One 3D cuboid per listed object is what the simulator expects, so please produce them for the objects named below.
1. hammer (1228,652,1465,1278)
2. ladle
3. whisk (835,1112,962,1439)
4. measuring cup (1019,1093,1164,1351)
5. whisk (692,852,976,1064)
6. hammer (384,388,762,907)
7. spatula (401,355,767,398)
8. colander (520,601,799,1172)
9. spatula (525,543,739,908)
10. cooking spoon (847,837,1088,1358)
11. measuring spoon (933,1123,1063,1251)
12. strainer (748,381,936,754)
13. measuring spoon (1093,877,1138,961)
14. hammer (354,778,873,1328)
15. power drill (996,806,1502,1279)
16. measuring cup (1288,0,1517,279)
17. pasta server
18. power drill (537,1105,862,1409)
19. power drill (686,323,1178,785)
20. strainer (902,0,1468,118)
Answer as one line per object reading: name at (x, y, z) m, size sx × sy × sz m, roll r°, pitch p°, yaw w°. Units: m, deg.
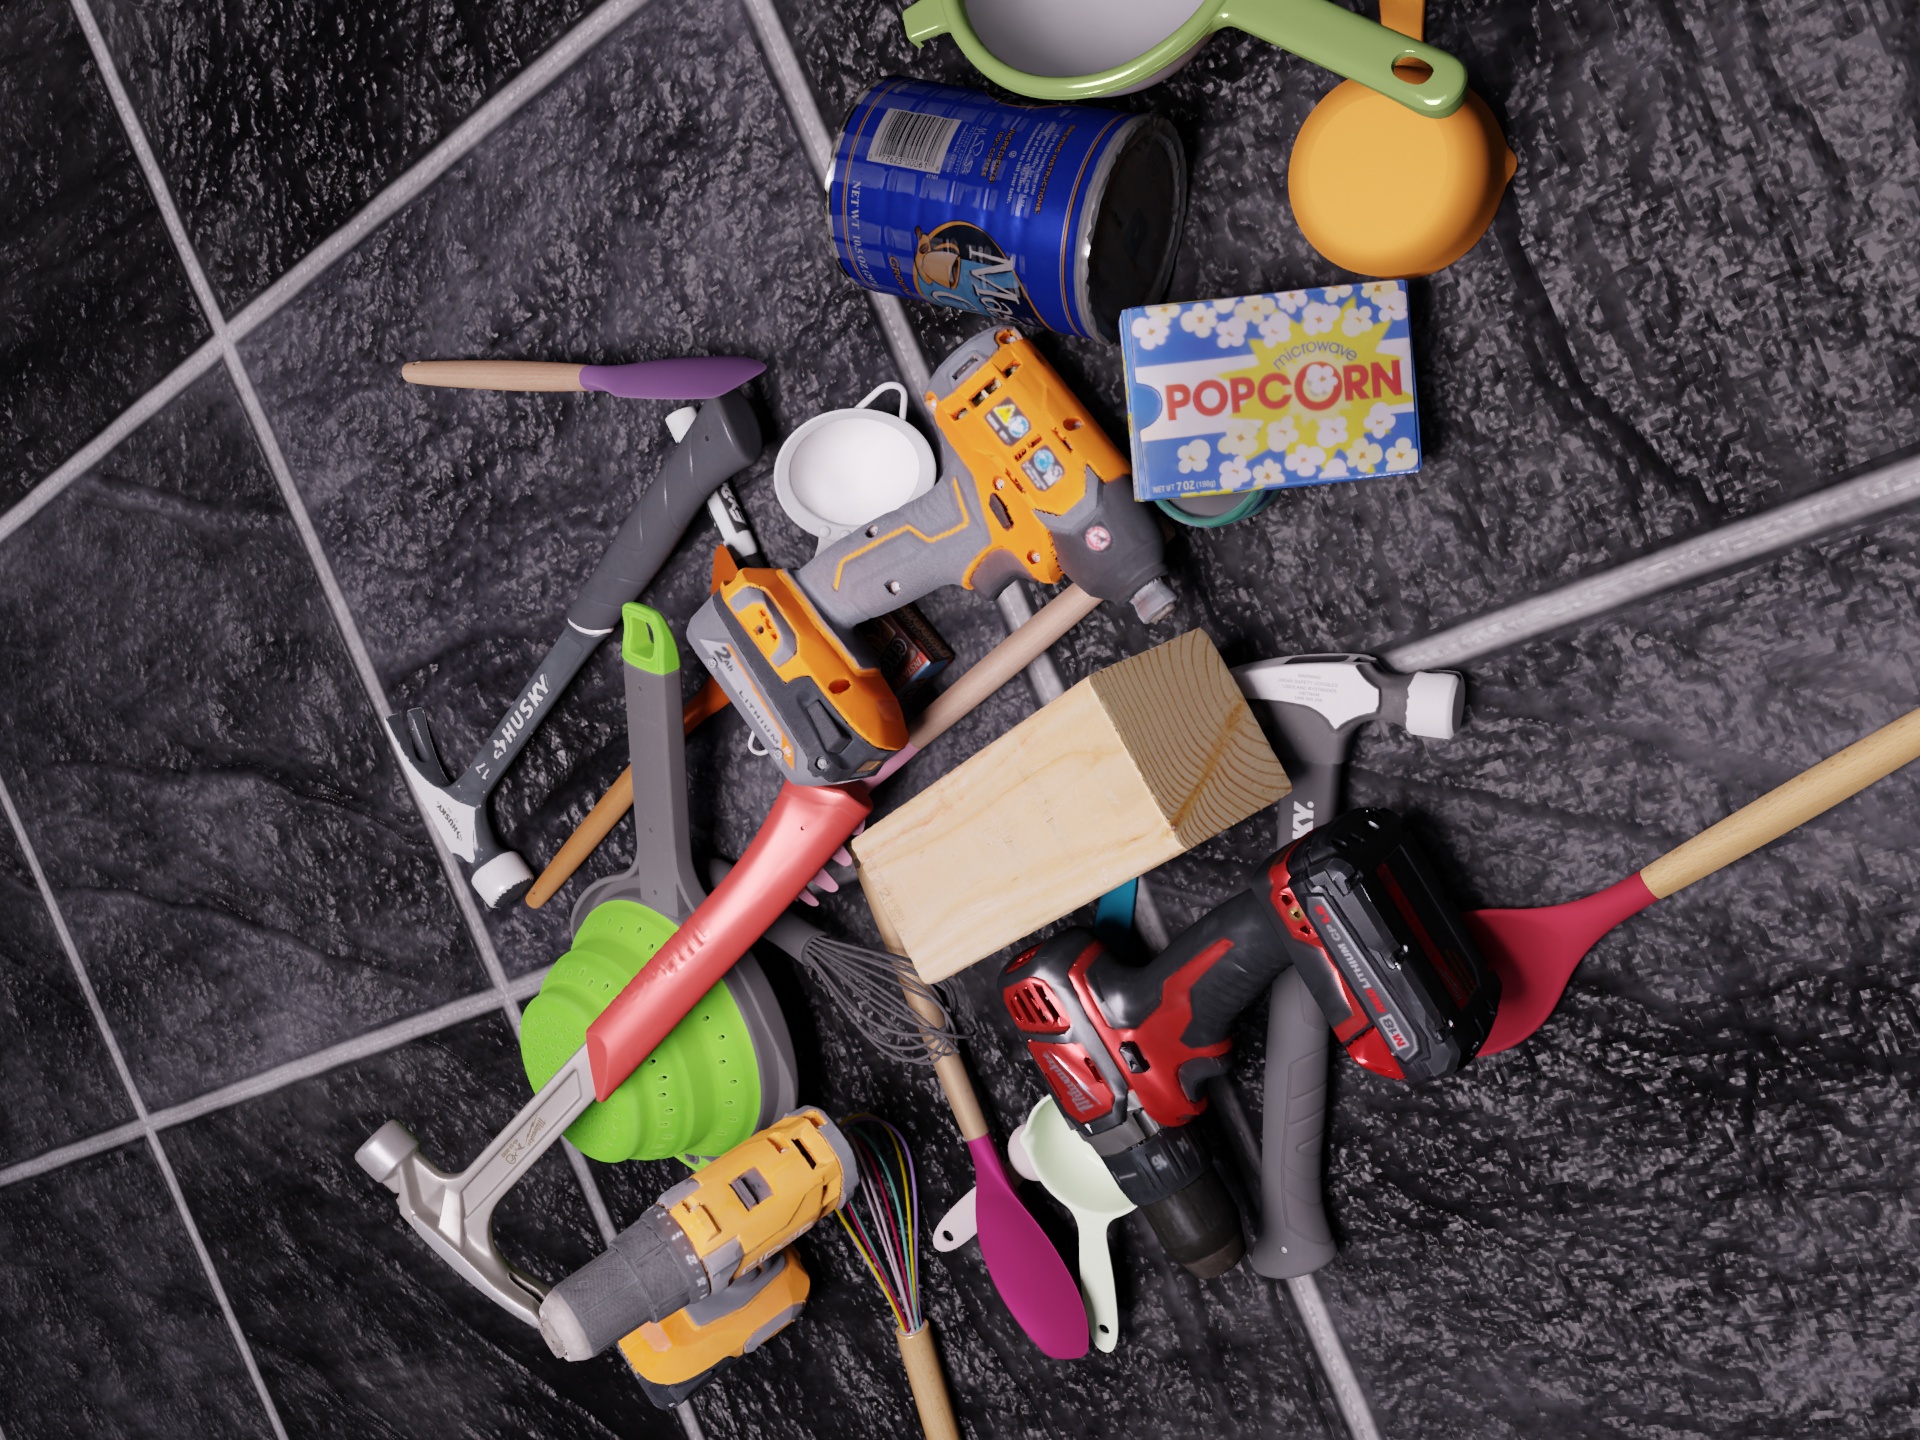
hammer at (0.167, 0.130, 0.804) m, size 0.146 × 0.035 × 0.334 m, roll 7°, pitch 107°, yaw 28°
ladle at (0.325, 0.059, 0.699) m, size 0.315 × 0.031 × 0.069 m, roll -39°, pitch 91°, yaw 30°
whisk at (-0.039, 0.355, 0.978) m, size 0.051 × 0.047 × 0.245 m, roll -9°, pitch 101°, yaw 30°
measuring cup at (0.082, 0.274, 0.892) m, size 0.083 × 0.038 × 0.167 m, roll 4°, pitch 109°, yaw 30°
whisk at (-0.083, 0.131, 0.926) m, size 0.239 × 0.055 × 0.055 m, roll 27°, pitch 116°, yaw 38°
hammer at (-0.238, -0.052, 0.979) m, size 0.149 × 0.036 × 0.408 m, roll 51°, pitch 124°, yaw 11°
spatula at (-0.232, -0.202, 0.931) m, size 0.316 × 0.060 × 0.018 m, roll 10°, pitch 128°, yaw 37°
colander at (-0.200, 0.127, 0.940) m, size 0.205 × 0.094 × 0.396 m, roll 20°, pitch 121°, yaw 36°
spatula at (-0.200, 0.025, 0.985) m, size 0.322 × 0.041 × 0.081 m, roll -46°, pitch 58°, yaw 32°
cooking spoon at (0.001, 0.215, 0.917) m, size 0.069 × 0.017 × 0.319 m, roll -28°, pitch 83°, yaw 47°
measuring spoon at (0.016, 0.282, 0.940) m, size 0.034 × 0.018 × 0.124 m, roll 45°, pitch 120°, yaw 12°
strainer at (-0.080, -0.083, 0.889) m, size 0.086 × 0.050 × 0.258 m, roll 11°, pitch 123°, yaw -19°
measuring spoon at (0.082, 0.091, 0.849) m, size 0.042 × 0.021 × 0.128 m, roll 17°, pitch 110°, yaw 26°
hammer at (-0.172, 0.172, 0.881) m, size 0.149 × 0.037 × 0.359 m, roll 43°, pitch 99°, yaw -2°
power drill at (0.140, 0.160, 0.764) m, size 0.226 × 0.080 × 0.188 m, roll -33°, pitch 86°, yaw 35°
measuring cup at (0.183, -0.277, 0.677) m, size 0.095 × 0.052 × 0.173 m, roll 3°, pitch 106°, yaw 29°
pasta server at (-0.001, -0.003, 0.863) m, size 0.040 × 0.060 × 0.316 m, roll 33°, pitch 120°, yaw -33°
power drill at (-0.157, 0.325, 0.919) m, size 0.084 × 0.185 × 0.226 m, roll 49°, pitch 147°, yaw 21°
power drill at (-0.009, -0.064, 0.797) m, size 0.226 × 0.084 × 0.164 m, roll -40°, pitch 79°, yaw 15°
strainer at (0.110, -0.310, 0.692) m, size 0.256 × 0.069 × 0.151 m, roll 36°, pitch 98°, yaw 23°
